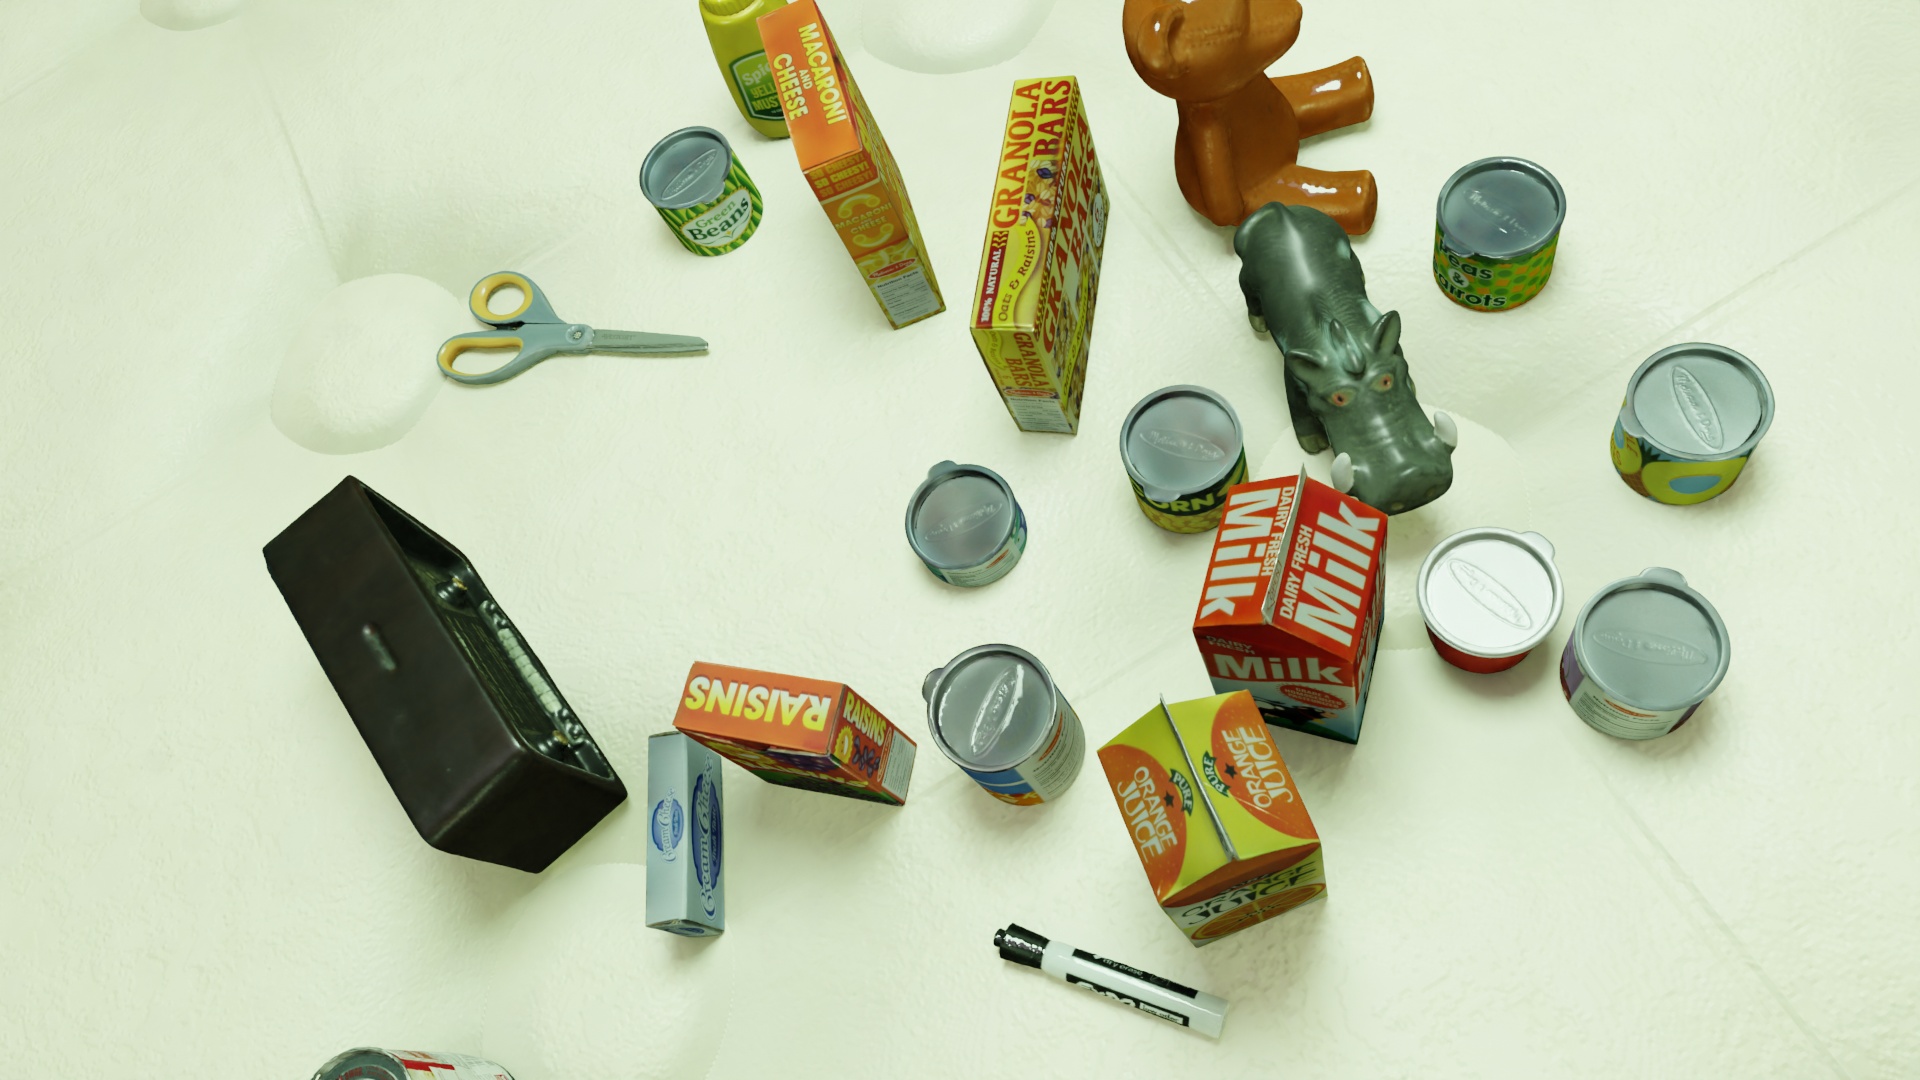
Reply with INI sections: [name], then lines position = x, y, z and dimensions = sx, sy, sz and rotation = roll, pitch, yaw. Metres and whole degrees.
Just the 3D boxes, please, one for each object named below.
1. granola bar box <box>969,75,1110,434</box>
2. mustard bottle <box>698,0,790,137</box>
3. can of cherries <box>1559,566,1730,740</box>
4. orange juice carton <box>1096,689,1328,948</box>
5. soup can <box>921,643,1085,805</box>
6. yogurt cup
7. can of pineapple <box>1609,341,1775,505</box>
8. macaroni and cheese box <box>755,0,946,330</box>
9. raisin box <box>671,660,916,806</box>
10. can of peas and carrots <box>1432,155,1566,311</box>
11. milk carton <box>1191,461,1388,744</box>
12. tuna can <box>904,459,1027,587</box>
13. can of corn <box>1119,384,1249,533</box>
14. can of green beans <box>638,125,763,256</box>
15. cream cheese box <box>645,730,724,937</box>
[granola bar box]
position = 0.049, -0.162, 0.805
dimensions = 0.039, 0.124, 0.166
rotation = 3, 68, 17
[mustard bottle]
position = -0.136, -0.332, 0.911
dimensions = 0.065, 0.159, 0.049
rotation = -16, 64, 9
[can of cherries]
position = 0.328, 0.055, 0.668
dimensions = 0.071, 0.058, 0.072
rotation = -6, 66, 13
[orange juice carton]
position = 0.115, 0.125, 0.622
dimensions = 0.073, 0.192, 0.072
rotation = -23, 63, 5
[soup can]
position = 0.023, 0.096, 0.721
dimensions = 0.071, 0.083, 0.071
rotation = -6, 66, 13
[yogurt cup]
position = 0.264, 0.033, 0.698
dimensions = 0.072, 0.053, 0.072
rotation = -6, 66, 13
[can of pineapple]
position = 0.368, -0.058, 0.706
dimensions = 0.071, 0.057, 0.071
rotation = -6, 66, 13
[macaroni and cheese box]
position = -0.063, -0.224, 0.840
dimensions = 0.040, 0.166, 0.124
rotation = -21, 63, 7
[raisin box]
position = -0.083, 0.103, 0.726
dimensions = 0.086, 0.123, 0.040
rotation = 7, 70, 19
[can of peas and carrots]
position = 0.297, -0.168, 0.774
dimensions = 0.071, 0.058, 0.071
rotation = -6, 66, 13
[milk carton]
position = 0.157, 0.033, 0.652
dimensions = 0.073, 0.190, 0.072
rotation = 12, 71, 20
[tuna can]
position = 0.003, -0.010, 0.802
dimensions = 0.071, 0.032, 0.071
rotation = -6, 66, 13
[can of corn]
position = 0.124, -0.042, 0.768
dimensions = 0.071, 0.058, 0.071
rotation = -6, 66, 13
[can of green beans]
position = -0.174, -0.234, 0.937
dimensions = 0.071, 0.057, 0.071
rotation = -6, 66, 13
[cream cheese box]
position = -0.150, 0.161, 0.759
dimensions = 0.024, 0.053, 0.104
rotation = -11, 65, 12
